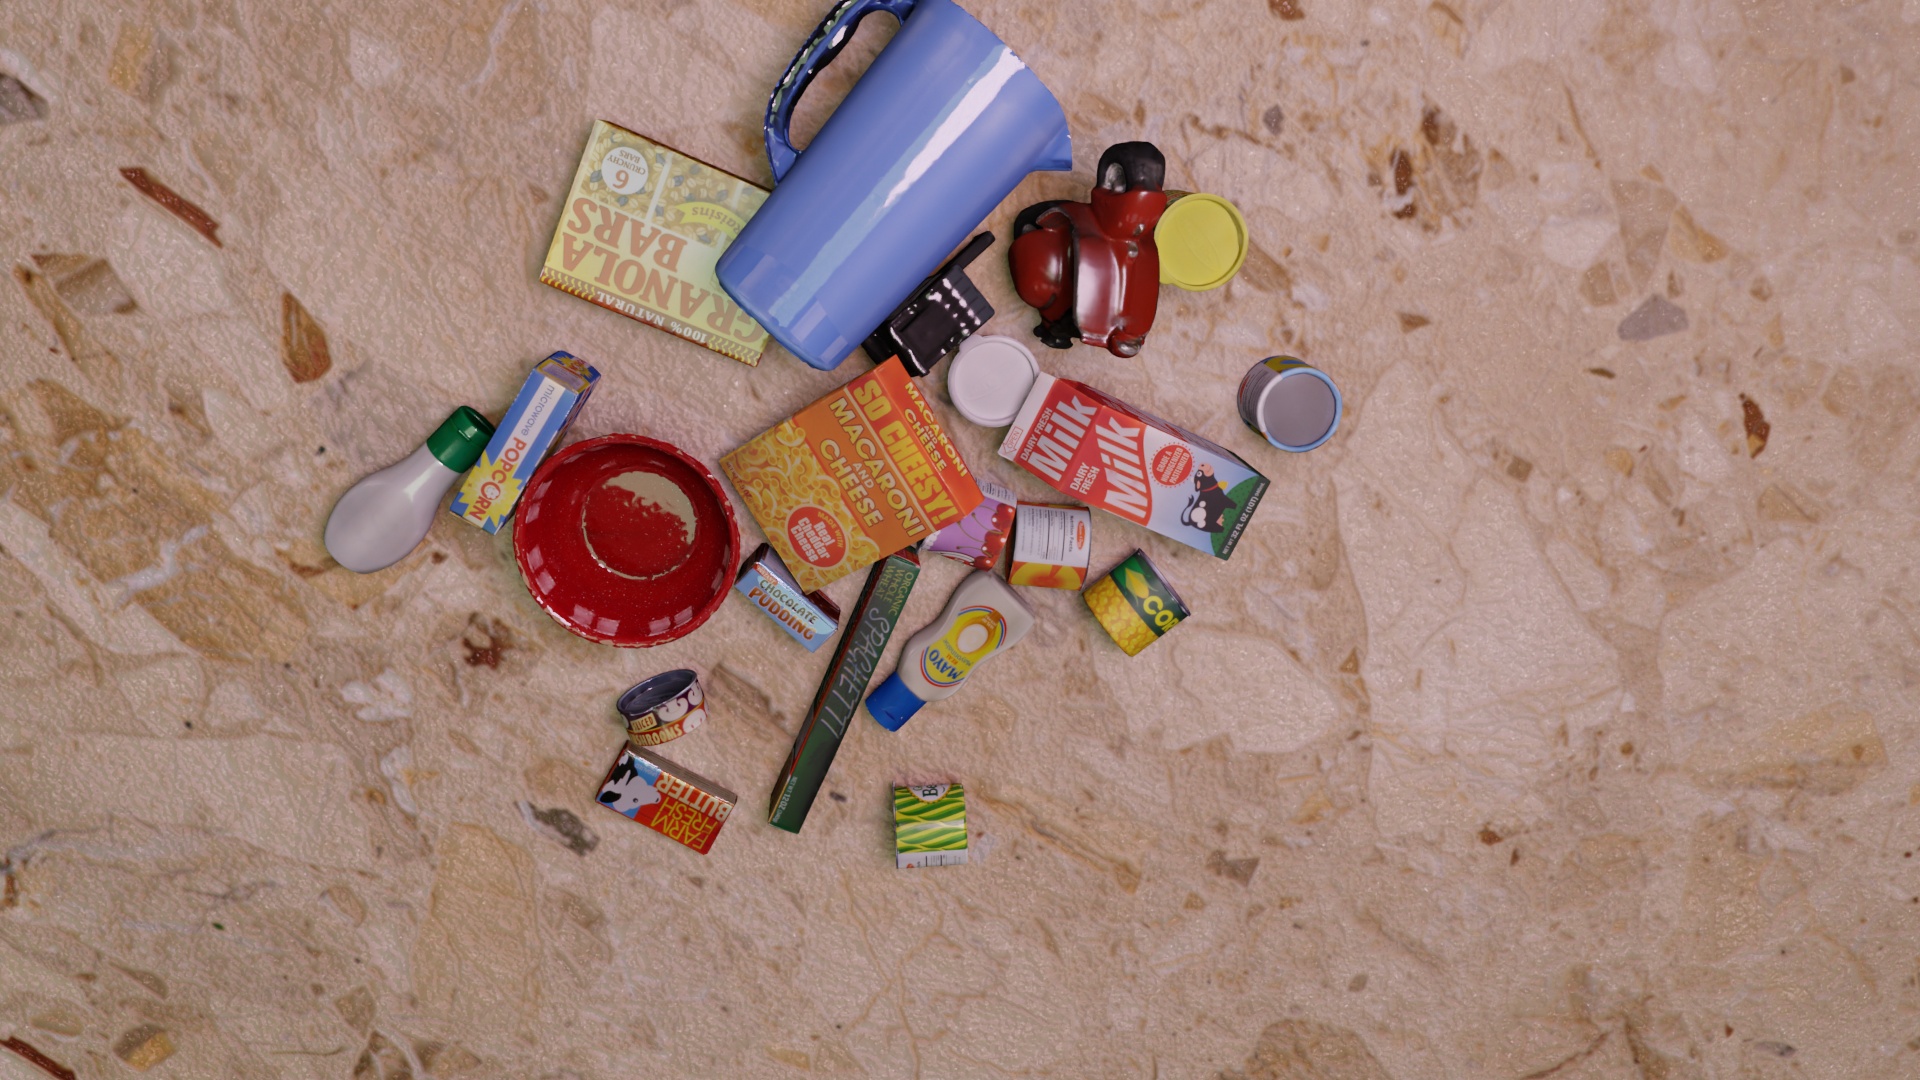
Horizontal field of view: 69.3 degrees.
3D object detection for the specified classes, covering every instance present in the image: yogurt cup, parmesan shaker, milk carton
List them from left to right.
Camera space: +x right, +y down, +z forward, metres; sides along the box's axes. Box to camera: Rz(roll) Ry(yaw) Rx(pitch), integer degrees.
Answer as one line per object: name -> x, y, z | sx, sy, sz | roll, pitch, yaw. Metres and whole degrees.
yogurt cup -> 0.023, -0.123, 1.038 | 0.072, 0.054, 0.072 | -1, 106, -3
milk carton -> 0.126, -0.059, 1.038 | 0.190, 0.074, 0.072 | 22, 104, -20
parmesan shaker -> 0.158, -0.215, 0.995 | 0.071, 0.103, 0.071 | -1, 106, -4

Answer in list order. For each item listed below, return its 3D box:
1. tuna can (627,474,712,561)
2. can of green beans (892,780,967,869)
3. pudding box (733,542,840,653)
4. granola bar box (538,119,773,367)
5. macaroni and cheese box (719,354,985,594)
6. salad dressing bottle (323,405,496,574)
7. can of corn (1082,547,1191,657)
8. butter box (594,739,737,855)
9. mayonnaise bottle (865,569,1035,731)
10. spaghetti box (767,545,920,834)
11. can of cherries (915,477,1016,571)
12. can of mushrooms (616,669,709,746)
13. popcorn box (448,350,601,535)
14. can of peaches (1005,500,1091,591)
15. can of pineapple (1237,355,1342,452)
tuna can -> -0.216, -0.020, 1.063 | 0.071, 0.033, 0.071 | -1, 106, -3
can of green beans -> -0.025, 0.232, 1.130 | 0.058, 0.071, 0.071 | -3, 106, -3
pudding box -> -0.133, 0.044, 1.078 | 0.083, 0.050, 0.030 | 42, 101, -14
granola bar box -> -0.202, -0.214, 1.006 | 0.165, 0.039, 0.124 | 21, 103, -10
macaroni and cheese box -> -0.081, -0.046, 1.016 | 0.166, 0.040, 0.123 | -25, 102, 35
salad dressing bottle -> -0.410, -0.039, 1.041 | 0.147, 0.044, 0.064 | -42, 102, 7
can of corn -> 0.138, 0.051, 1.086 | 0.058, 0.071, 0.071 | -38, 105, 8
butter box -> -0.239, 0.210, 1.132 | 0.103, 0.024, 0.053 | 30, 101, -11
mayonnaise bottle -> -0.012, 0.091, 1.103 | 0.148, 0.041, 0.064 | -44, 106, 8
spaghetti box -> -0.093, 0.115, 1.101 | 0.029, 0.050, 0.249 | 22, 103, -11
can of cherries -> 0.004, -0.013, 1.062 | 0.058, 0.072, 0.071 | 20, 104, -10
can of mushrooms -> -0.233, 0.132, 1.086 | 0.071, 0.071, 0.033 | -17, 108, 1
popcorn box -> -0.316, -0.073, 1.014 | 0.038, 0.085, 0.126 | 32, 101, -12
can of peaches -> 0.067, 0.005, 1.073 | 0.058, 0.071, 0.071 | 5, 106, -5
can of pineapple -> 0.252, -0.104, 1.056 | 0.071, 0.058, 0.070 | -1, 106, -3
